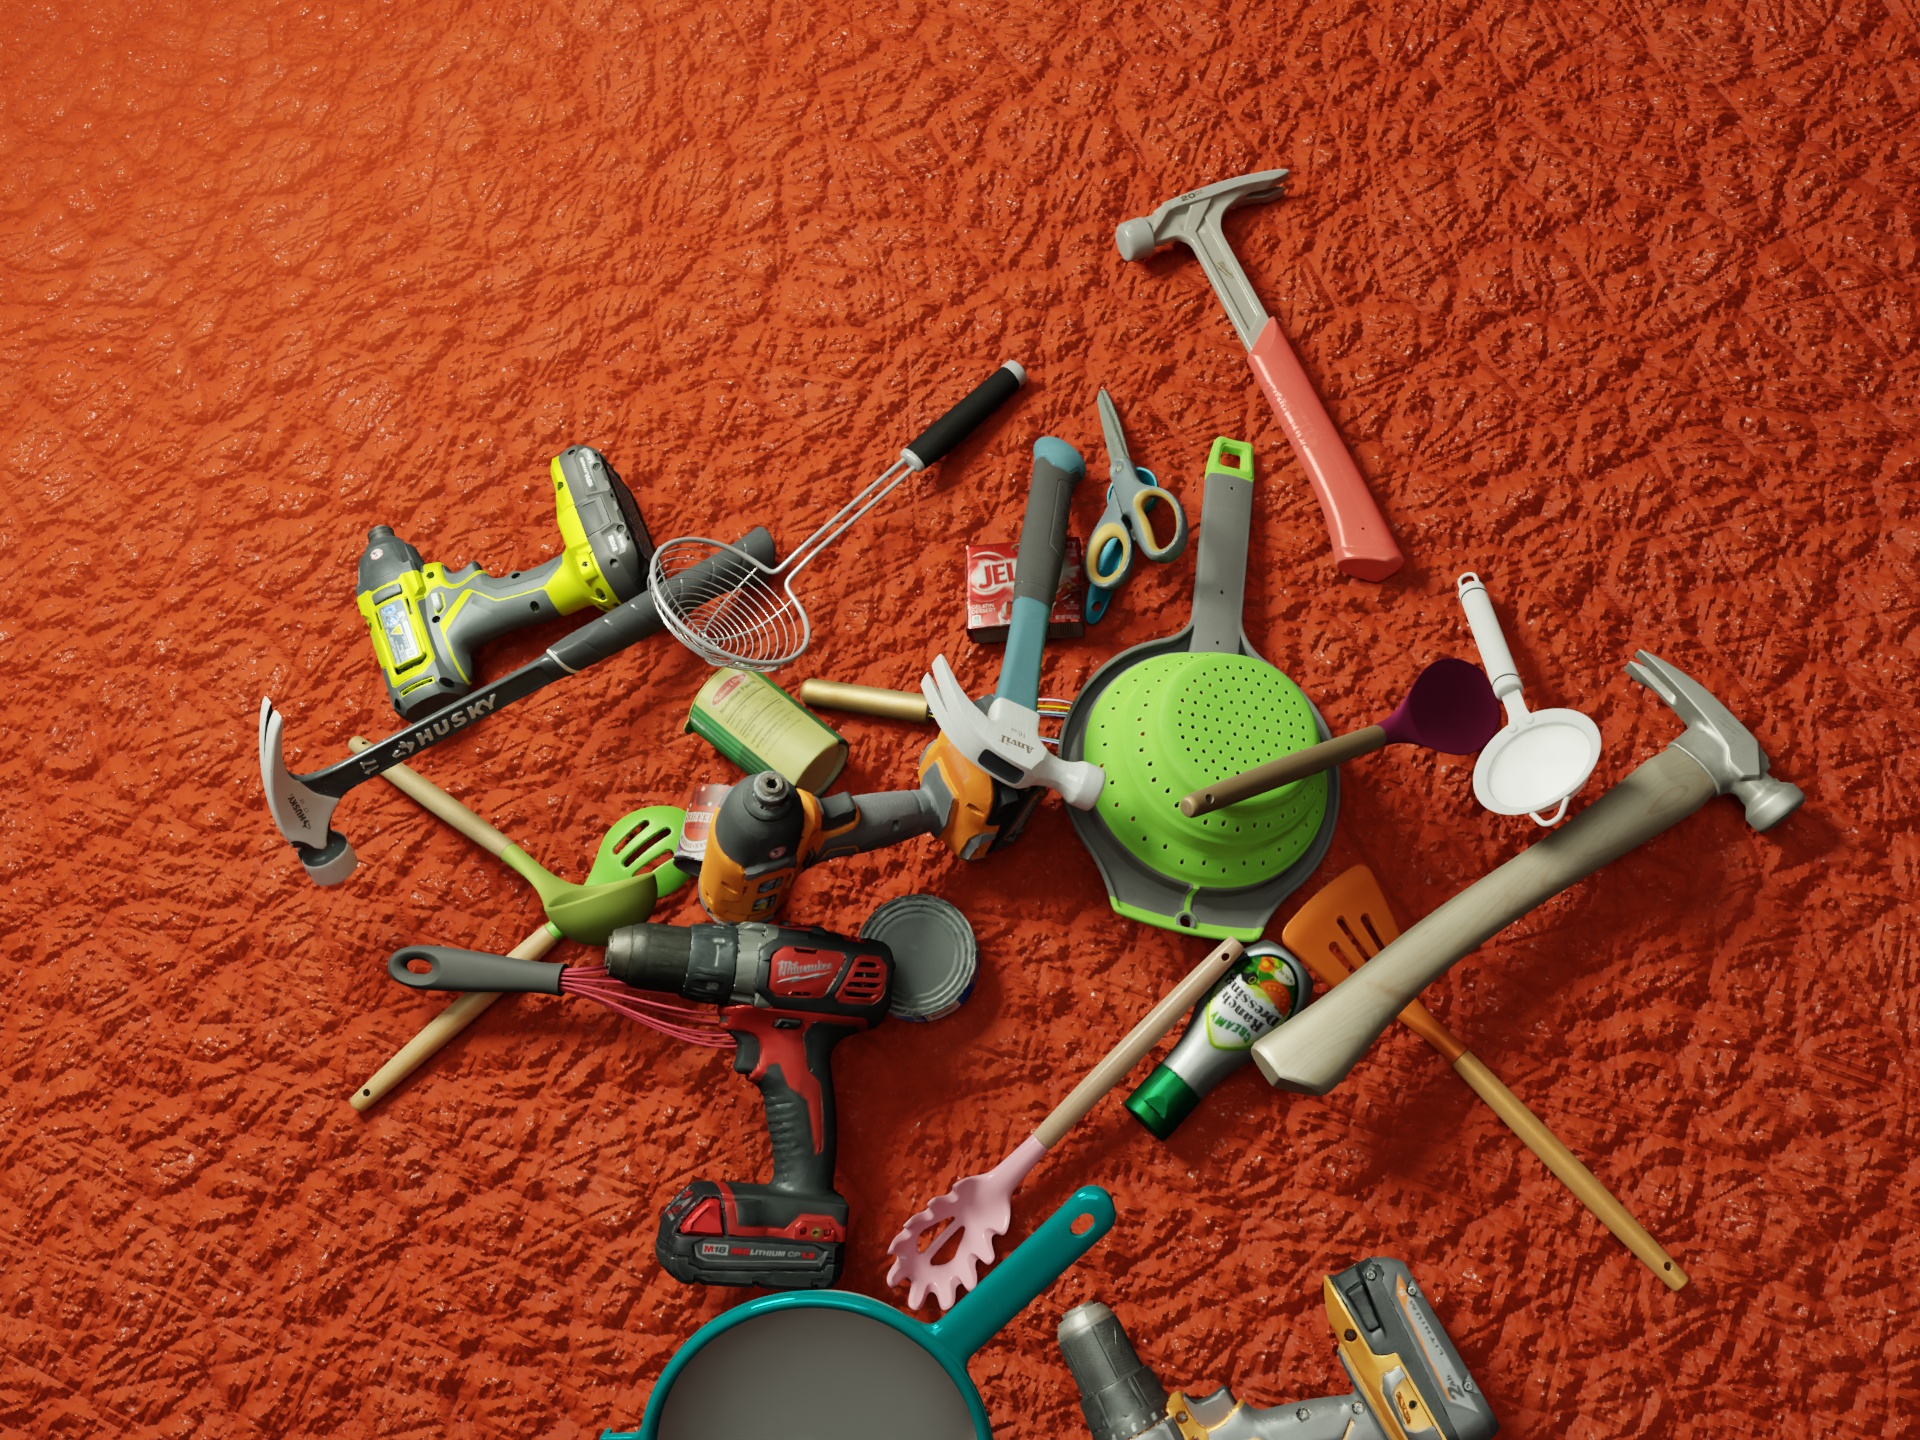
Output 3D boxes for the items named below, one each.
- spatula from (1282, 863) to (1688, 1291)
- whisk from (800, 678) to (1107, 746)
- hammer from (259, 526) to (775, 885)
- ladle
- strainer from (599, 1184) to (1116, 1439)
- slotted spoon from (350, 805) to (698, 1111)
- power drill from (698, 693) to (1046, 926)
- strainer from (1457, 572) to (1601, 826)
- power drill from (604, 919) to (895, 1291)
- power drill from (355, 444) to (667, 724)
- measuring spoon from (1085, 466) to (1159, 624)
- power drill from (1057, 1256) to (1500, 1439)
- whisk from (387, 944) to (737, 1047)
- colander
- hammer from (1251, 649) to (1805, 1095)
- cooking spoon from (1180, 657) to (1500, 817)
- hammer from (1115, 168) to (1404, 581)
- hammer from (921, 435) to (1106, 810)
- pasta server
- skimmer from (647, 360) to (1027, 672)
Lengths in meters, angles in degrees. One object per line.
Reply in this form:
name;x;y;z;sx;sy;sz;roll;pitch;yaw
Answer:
spatula;0.343;0.235;1.030;0.081;0.041;0.323;-38;70;-14
whisk;-0.002;-0.003;1.166;0.245;0.051;0.047;9;77;14
hammer;-0.307;-0.039;1.153;0.409;0.149;0.036;-32;48;-23
ladle;-0.344;0.073;1.158;0.320;0.078;0.062;28;117;28
strainer;-0.038;0.390;0.971;0.340;0.095;0.211;-43;93;3
slotted spoon;-0.315;0.173;1.152;0.314;0.031;0.070;-41;74;-7
power drill;-0.059;0.057;1.057;0.226;0.164;0.084;-17;66;-22
strainer;0.377;-0.016;1.082;0.087;0.050;0.259;-30;39;26
power drill;-0.146;0.240;1.027;0.187;0.080;0.227;9;81;-15
power drill;-0.357;-0.116;1.240;0.223;0.080;0.171;-25;69;1
measuring spoon;0.122;-0.130;1.212;0.042;0.021;0.129;12;80;36
power drill;0.183;0.407;0.970;0.226;0.084;0.185;-30;67;1
whisk;-0.259;0.184;1.112;0.296;0.073;0.073;4;70;7
colander;0.187;-0.051;1.109;0.204;0.094;0.397;12;65;-6
hammer;0.357;0.107;1.050;0.410;0.038;0.146;-32;67;-13
cooking spoon;0.257;0.016;1.043;0.319;0.017;0.069;-16;84;-37
hammer;0.256;-0.268;1.228;0.149;0.036;0.359;-20;69;-7
hammer;0.053;-0.087;1.118;0.128;0.033;0.331;22;46;-12
pasta server;0.073;0.258;1.042;0.316;0.040;0.060;-45;89;-2
skimmer;-0.076;-0.170;1.189;0.127;0.090;0.363;44;72;8
